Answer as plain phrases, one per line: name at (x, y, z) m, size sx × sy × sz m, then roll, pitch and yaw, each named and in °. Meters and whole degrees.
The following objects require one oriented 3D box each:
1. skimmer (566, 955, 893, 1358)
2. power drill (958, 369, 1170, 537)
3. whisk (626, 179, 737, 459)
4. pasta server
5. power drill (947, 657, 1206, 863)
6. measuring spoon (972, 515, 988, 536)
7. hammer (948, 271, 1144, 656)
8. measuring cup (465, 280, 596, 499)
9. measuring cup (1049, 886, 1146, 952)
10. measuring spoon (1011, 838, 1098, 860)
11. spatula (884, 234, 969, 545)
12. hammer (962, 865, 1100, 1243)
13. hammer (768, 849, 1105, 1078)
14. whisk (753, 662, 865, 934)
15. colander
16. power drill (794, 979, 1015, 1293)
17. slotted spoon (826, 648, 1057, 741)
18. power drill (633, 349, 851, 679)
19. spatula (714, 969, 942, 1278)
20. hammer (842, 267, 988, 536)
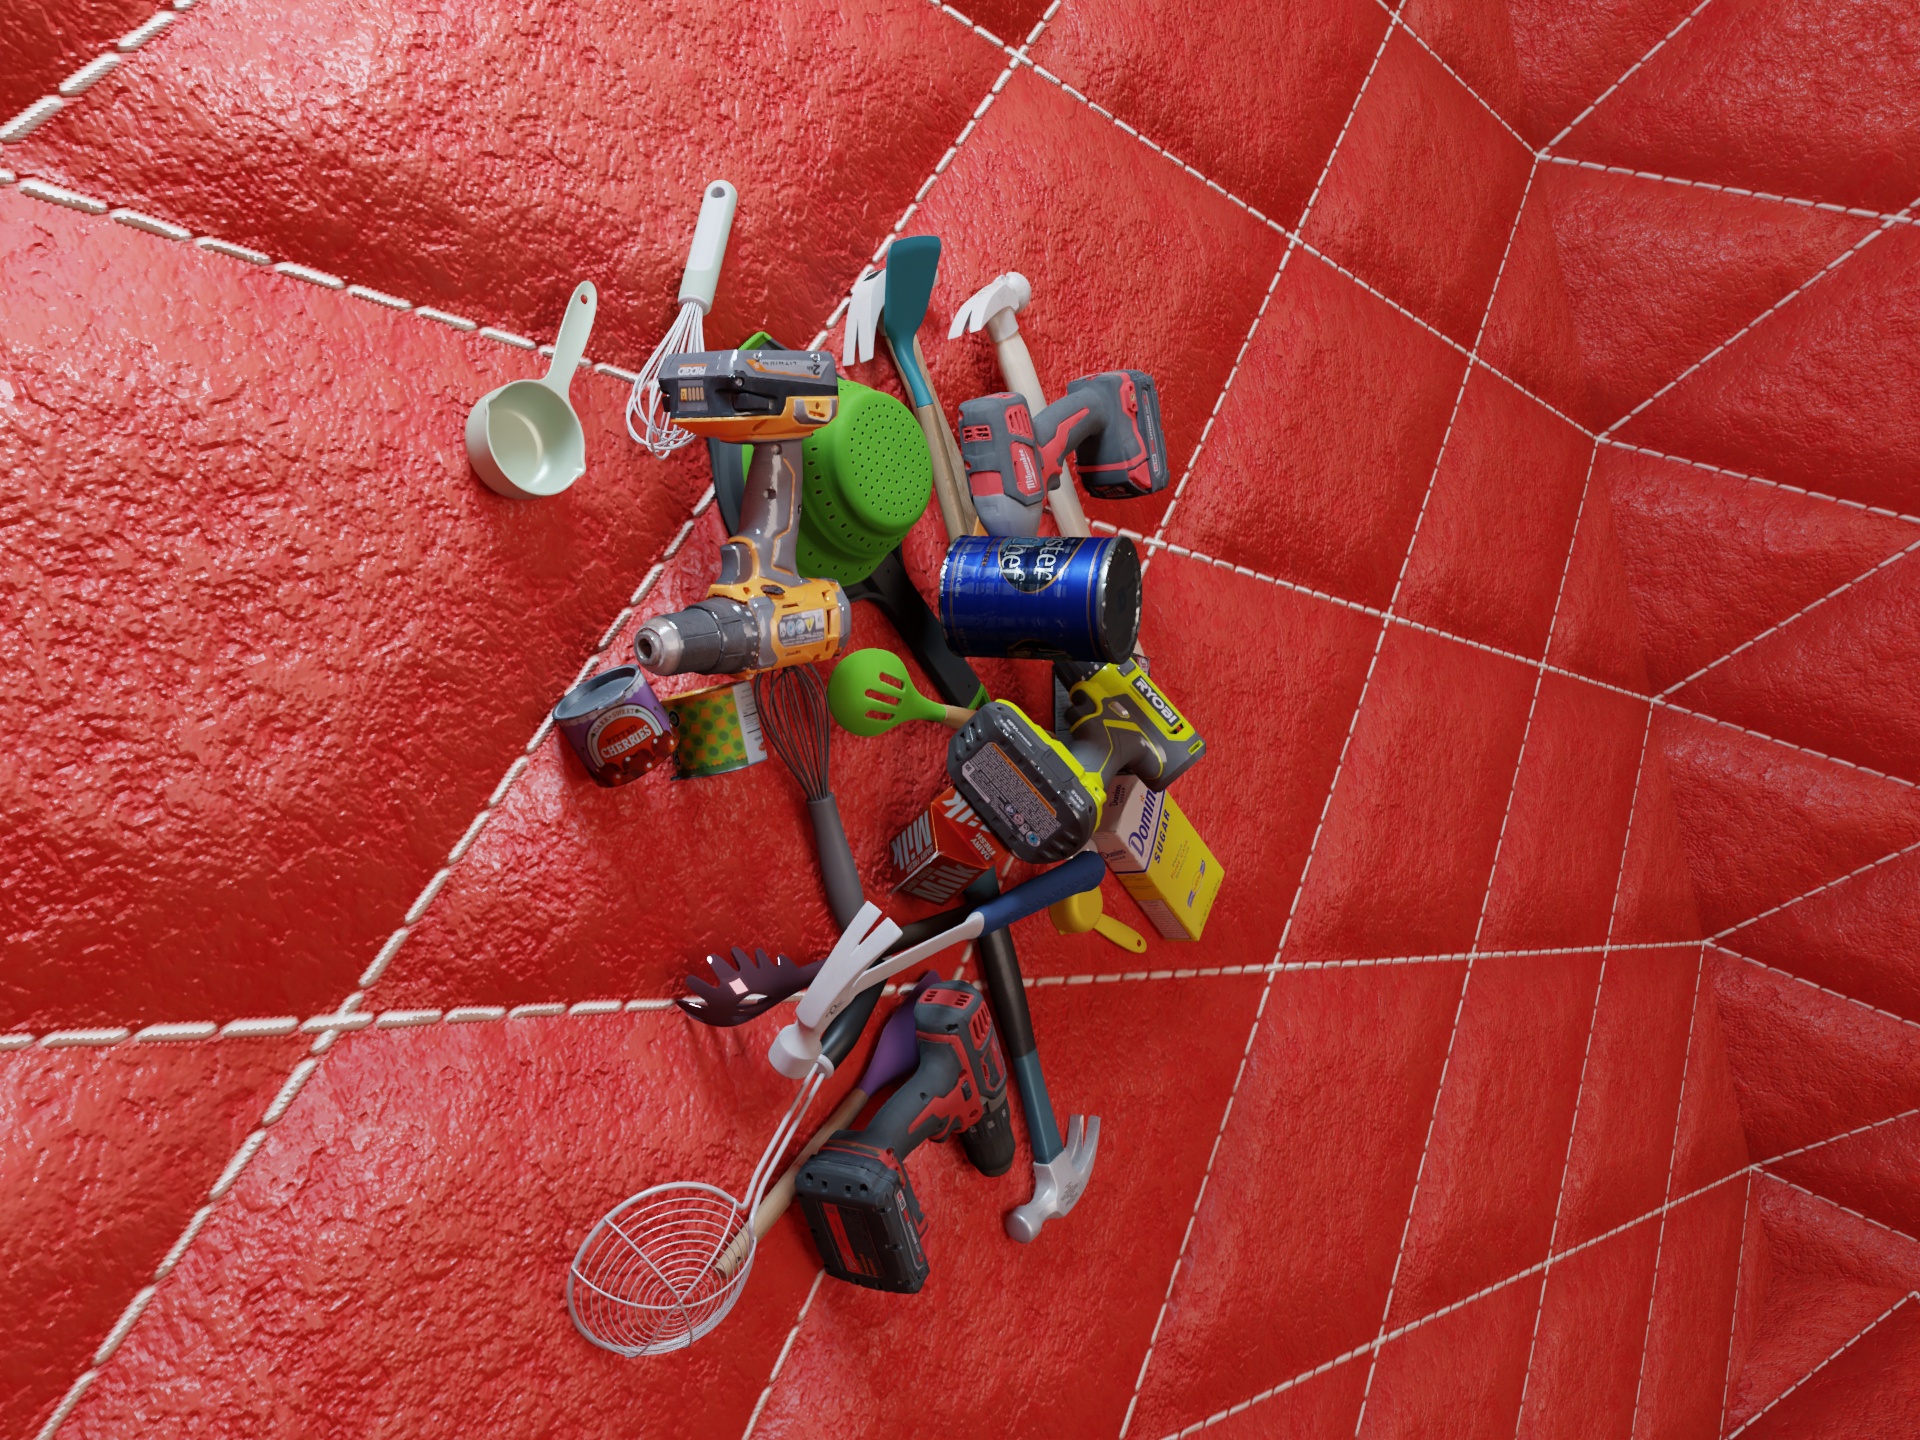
skimmer at (-0.151, 0.293, 1.155) m, size 0.363 × 0.090 × 0.127 m, roll -58°, pitch 135°, yaw -50°
power drill at (0.088, -0.226, 1.391) m, size 0.219 × 0.078 × 0.143 m, roll -26°, pitch 110°, yaw -45°
whisk at (-0.198, -0.299, 1.169) m, size 0.059 × 0.058 × 0.246 m, roll 81°, pitch 16°, yaw -66°
pasta server at (-0.087, 0.177, 1.223) m, size 0.316 × 0.040 × 0.060 m, roll -13°, pitch 135°, yaw -52°
power drill at (0.091, 0.005, 1.341) m, size 0.190 × 0.080 × 0.228 m, roll 49°, pitch 40°, yaw 5°
measuring spoon at (0.021, -0.159, 1.387) m, size 0.021 × 0.011 × 0.117 m, roll 21°, pitch 72°, yaw -45°
hammer at (0.093, -0.206, 1.493) m, size 0.410 × 0.038 × 0.146 m, roll 67°, pitch 29°, yaw -22°
measuring cup at (-0.281, -0.223, 1.065) m, size 0.083 × 0.038 × 0.168 m, roll 35°, pitch 57°, yaw -42°
measuring cup at (0.141, 0.191, 1.517) m, size 0.156 × 0.029 × 0.062 m, roll 33°, pitch 61°, yaw -40°
measuring spoon at (0.091, 0.122, 1.476) m, size 0.124 × 0.018 × 0.034 m, roll 8°, pitch 79°, yaw -49°
spatula at (-0.015, -0.240, 1.330) m, size 0.082 × 0.044 × 0.317 m, roll -32°, pitch 111°, yaw -55°
hammer at (0.051, 0.278, 1.396) m, size 0.128 × 0.033 × 0.331 m, roll -24°, pitch 104°, yaw -48°
hammer at (0.009, 0.162, 1.266) m, size 0.405 × 0.035 × 0.144 m, roll -16°, pitch 142°, yaw -56°
whisk at (-0.110, 0.062, 1.225) m, size 0.055 × 0.055 × 0.239 m, roll -32°, pitch 114°, yaw -48°
colander at (-0.047, -0.138, 1.286) m, size 0.396 × 0.094 × 0.205 m, roll 54°, pitch 48°, yaw -30°
power drill at (-0.025, 0.341, 1.254) m, size 0.227 × 0.080 × 0.187 m, roll -50°, pitch 133°, yaw -48°
slotted spoon at (-0.002, -0.004, 1.333) m, size 0.313 × 0.031 × 0.070 m, roll 14°, pitch 96°, yaw -55°
power drill at (-0.156, -0.140, 1.104) m, size 0.185 × 0.084 × 0.226 m, roll -16°, pitch 108°, yaw -52°
spatula at (-0.090, 0.310, 1.234) m, size 0.316 × 0.018 × 0.059 m, roll -46°, pitch 122°, yaw -44°
hammer at (-0.015, -0.230, 1.388) m, size 0.130 × 0.031 × 0.331 m, roll -40°, pitch 115°, yaw -46°
